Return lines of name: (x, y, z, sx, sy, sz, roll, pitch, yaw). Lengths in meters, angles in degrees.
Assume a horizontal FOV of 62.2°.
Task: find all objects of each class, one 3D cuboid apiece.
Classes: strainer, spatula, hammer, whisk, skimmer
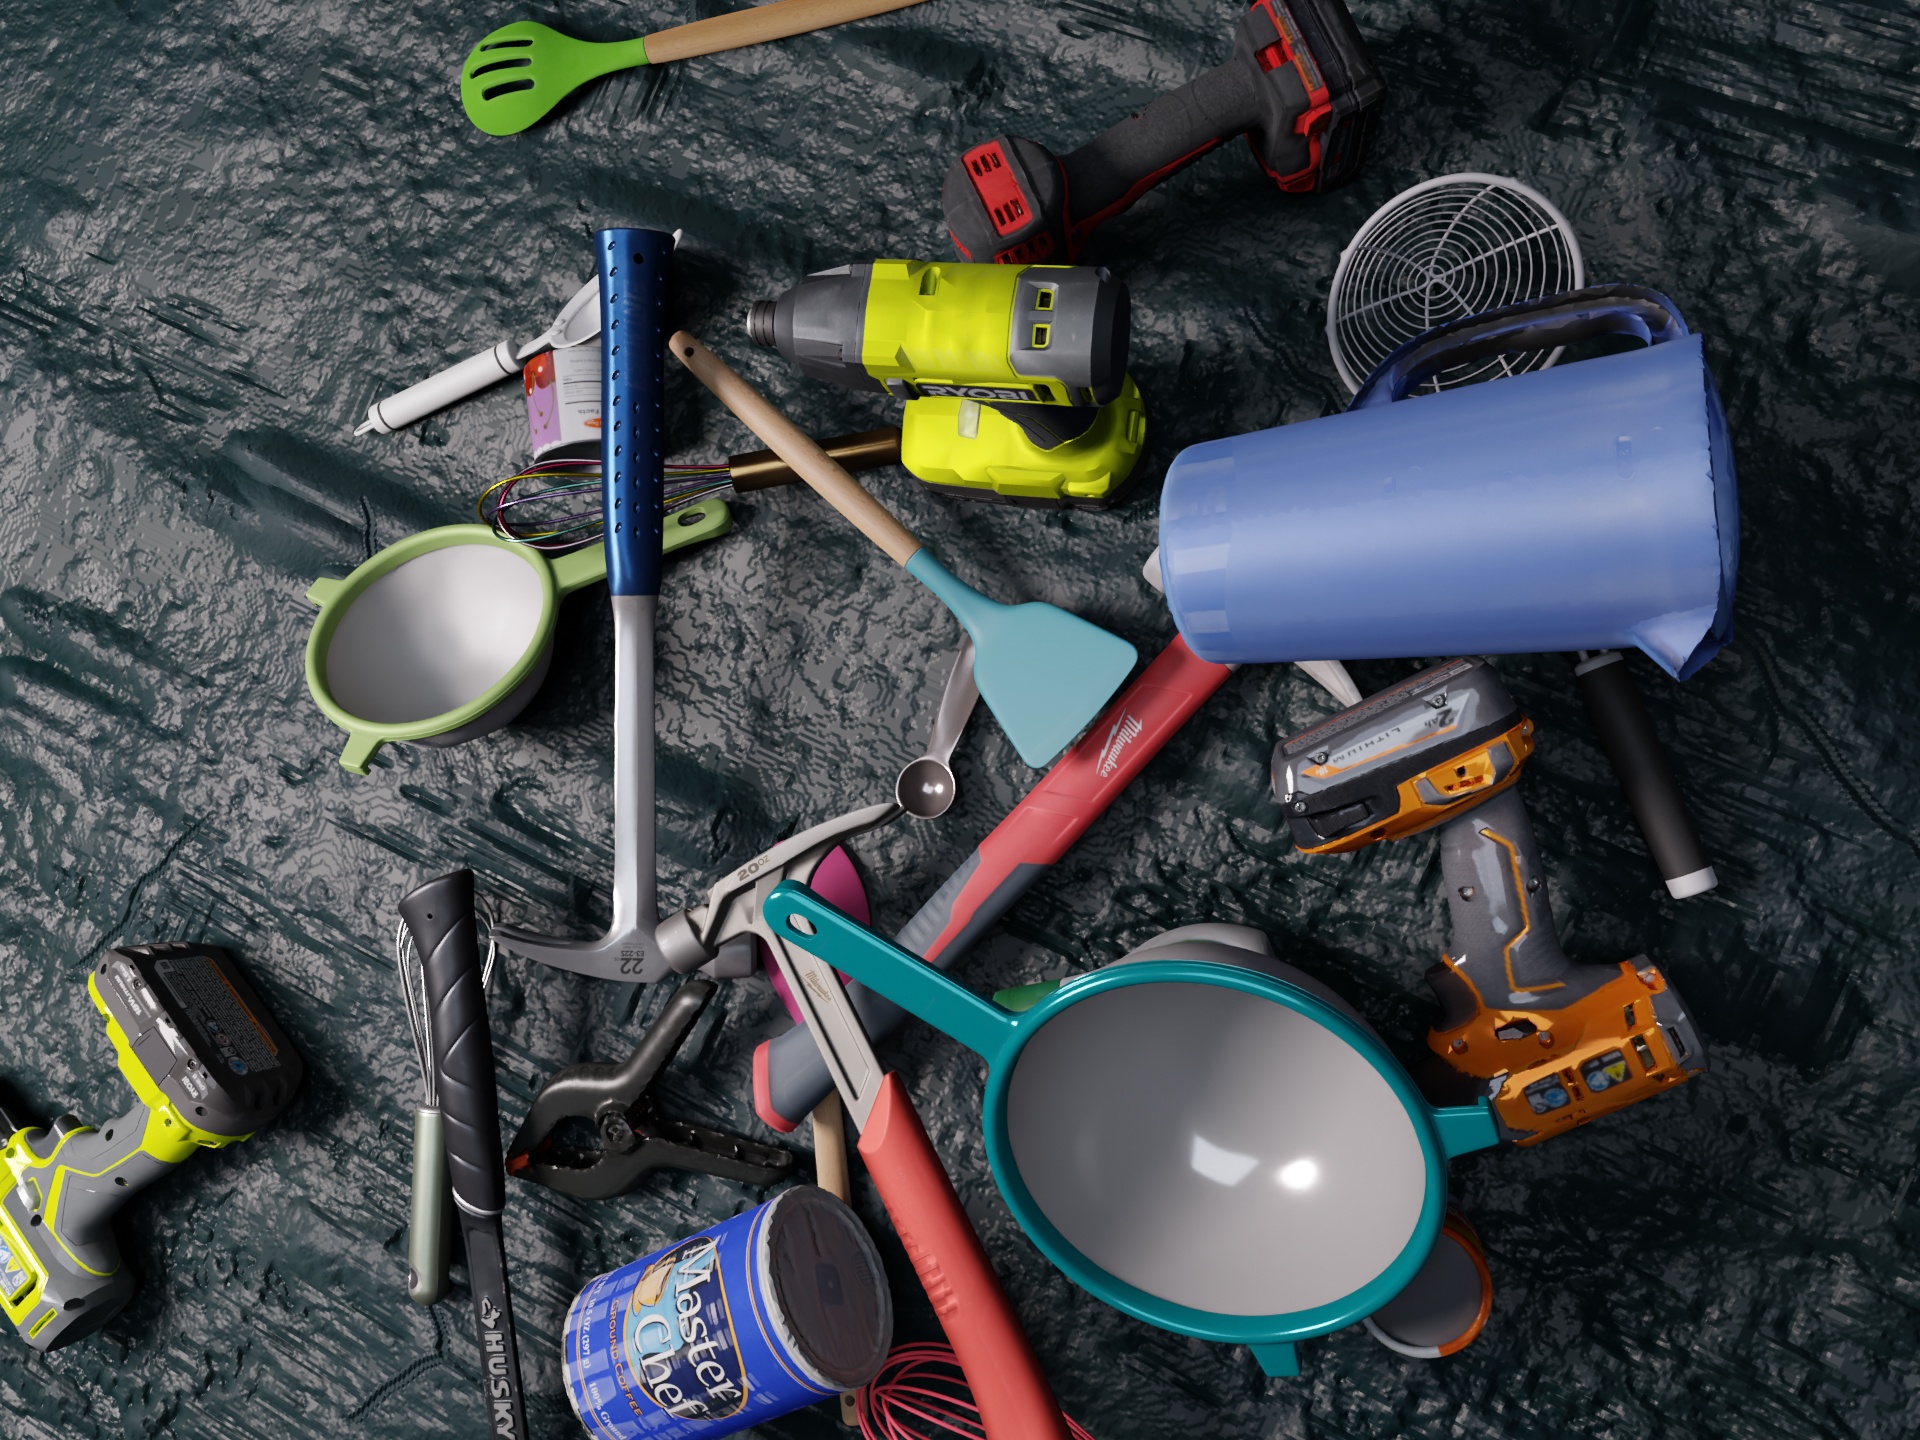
strainer: (0.068, 0.152, 0.763, 0.340, 0.095, 0.211, 30, 120, 6)
spatula: (-0.044, -0.108, 0.856, 0.317, 0.044, 0.082, 42, 97, 7)
hammer: (-0.262, 0.287, 0.887, 0.149, 0.036, 0.409, -6, 92, 14)
whisk: (-0.151, -0.136, 0.896, 0.245, 0.051, 0.047, -10, 120, -1)
strainer: (-0.248, -0.059, 0.933, 0.256, 0.069, 0.152, -23, 55, -6)
hammer: (-0.017, 0.225, 0.799, 0.149, 0.036, 0.359, -30, 77, 8)
hammer: (-0.183, -0.057, 0.863, 0.144, 0.035, 0.405, 0, 95, -12)
whisk: (0.085, 0.395, 0.809, 0.296, 0.073, 0.073, 19, 90, 9)
hammer: (0.040, 0.083, 0.844, 0.143, 0.038, 0.386, 44, 93, 12)
whisk: (-0.304, 0.218, 0.930, 0.058, 0.059, 0.246, 2, 90, 51)
skimmer: (0.291, -0.087, 0.777, 0.127, 0.090, 0.363, -22, 81, 12)
strainer: (-0.262, -0.221, 0.956, 0.258, 0.050, 0.087, -19, 40, 18)

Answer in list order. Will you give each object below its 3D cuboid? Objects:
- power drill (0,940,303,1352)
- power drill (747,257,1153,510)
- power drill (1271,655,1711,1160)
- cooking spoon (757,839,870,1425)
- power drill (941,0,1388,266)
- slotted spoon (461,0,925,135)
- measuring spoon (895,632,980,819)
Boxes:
power drill: (-0.531, 0.240, 0.968, 0.228, 0.080, 0.191, -44, 77, 10)
power drill: (0.007, -0.167, 0.787, 0.171, 0.223, 0.080, 6, 87, 15)
power drill: (0.235, 0.100, 0.768, 0.164, 0.084, 0.226, -27, 93, 11)
cooking spoon: (-0.073, 0.223, 0.881, 0.069, 0.017, 0.319, -8, 83, 14)
power drill: (0.098, -0.286, 0.824, 0.219, 0.143, 0.078, -25, 84, 5)
slotted spoon: (-0.163, -0.410, 0.954, 0.314, 0.031, 0.070, -7, 84, 12)
measuring spoon: (-0.001, -0.003, 0.887, 0.034, 0.018, 0.124, 19, 83, 17)
